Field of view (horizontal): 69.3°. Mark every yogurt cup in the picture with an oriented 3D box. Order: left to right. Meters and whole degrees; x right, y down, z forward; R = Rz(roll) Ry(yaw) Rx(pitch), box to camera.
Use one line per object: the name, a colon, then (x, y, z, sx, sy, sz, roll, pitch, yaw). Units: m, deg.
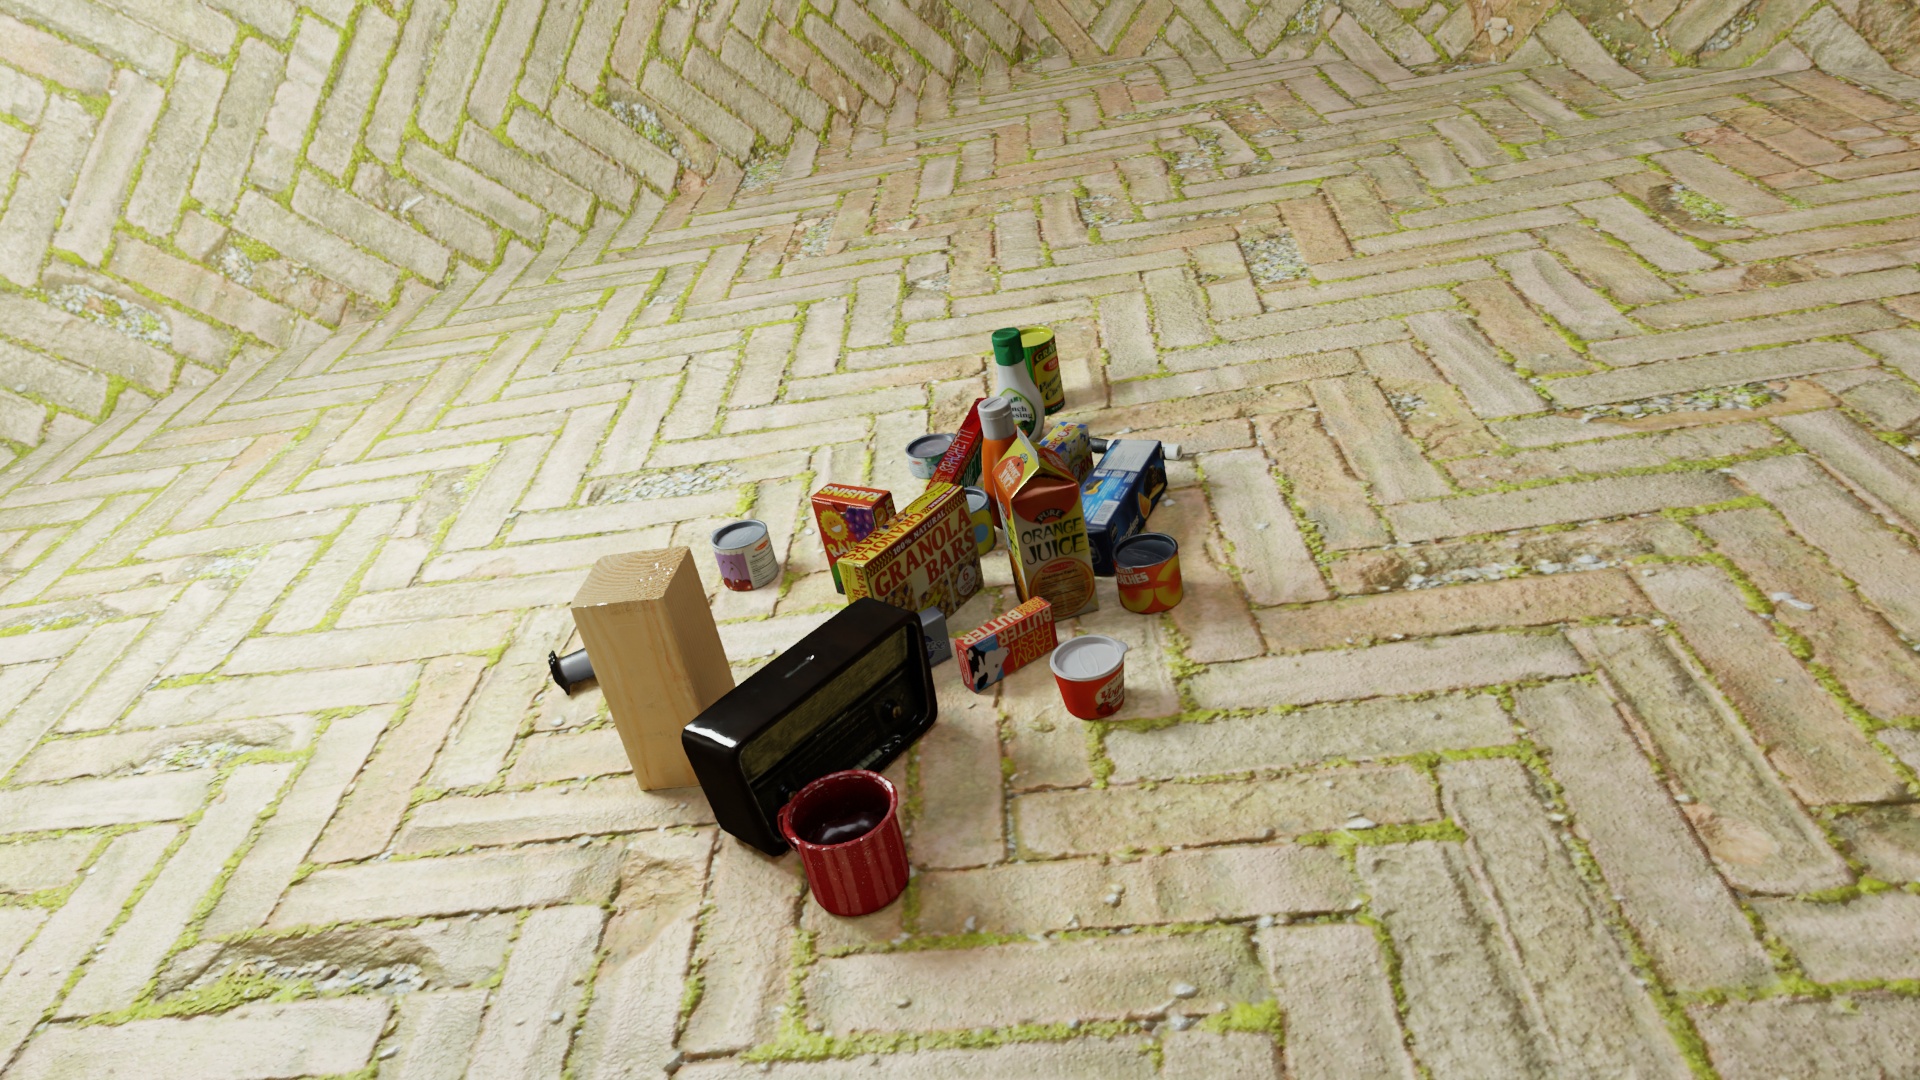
yogurt cup: (0.119, 0.126, 1.267, 0.072, 0.053, 0.073, -9, 29, 5)

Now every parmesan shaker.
parmesan shaker: (0.101, -0.224, 1.836, 0.071, 0.102, 0.071, -9, 29, 5)

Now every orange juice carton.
orange juice carton: (0.082, -0.017, 1.389, 0.073, 0.191, 0.072, -16, 29, -6)

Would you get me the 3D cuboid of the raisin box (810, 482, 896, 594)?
raisin box: (-0.105, 0.003, 1.496, 0.086, 0.122, 0.040, 9, 36, 33)

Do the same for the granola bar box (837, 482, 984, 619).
granola bar box: (-0.046, 0.033, 1.420, 0.039, 0.123, 0.166, 12, 37, 36)

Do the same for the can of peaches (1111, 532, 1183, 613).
can of peaches: (0.187, 0.034, 1.398, 0.071, 0.057, 0.071, -9, 29, 5)

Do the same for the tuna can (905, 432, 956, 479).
tuna can: (-0.032, -0.108, 1.755, 0.071, 0.032, 0.071, -9, 29, 5)

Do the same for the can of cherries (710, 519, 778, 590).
can of cherries: (-0.249, 0.016, 1.593, 0.071, 0.058, 0.072, -9, 29, 5)

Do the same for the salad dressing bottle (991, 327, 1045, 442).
salad dressing bottle: (0.069, -0.195, 1.751, 0.064, 0.147, 0.044, 1, 32, 23)

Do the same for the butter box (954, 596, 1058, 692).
butter box: (0.045, 0.100, 1.342, 0.104, 0.053, 0.024, -27, 32, -25)

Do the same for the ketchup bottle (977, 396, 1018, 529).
ketchup bottle: (0.051, -0.089, 1.572, 0.043, 0.148, 0.065, 18, 41, 42)

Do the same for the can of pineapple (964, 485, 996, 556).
can of pineapple: (0.006, -0.020, 1.561, 0.071, 0.057, 0.071, -9, 29, 5)

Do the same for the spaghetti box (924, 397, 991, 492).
spaghetti box: (0.006, -0.100, 1.709, 0.028, 0.050, 0.251, -2, 31, 18)

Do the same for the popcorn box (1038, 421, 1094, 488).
popcorn box: (0.107, -0.069, 1.581, 0.038, 0.084, 0.127, 7, 35, 32)

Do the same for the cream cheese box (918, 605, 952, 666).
cream cheese box: (-0.059, 0.110, 1.363, 0.104, 0.053, 0.024, -24, 31, -21)
